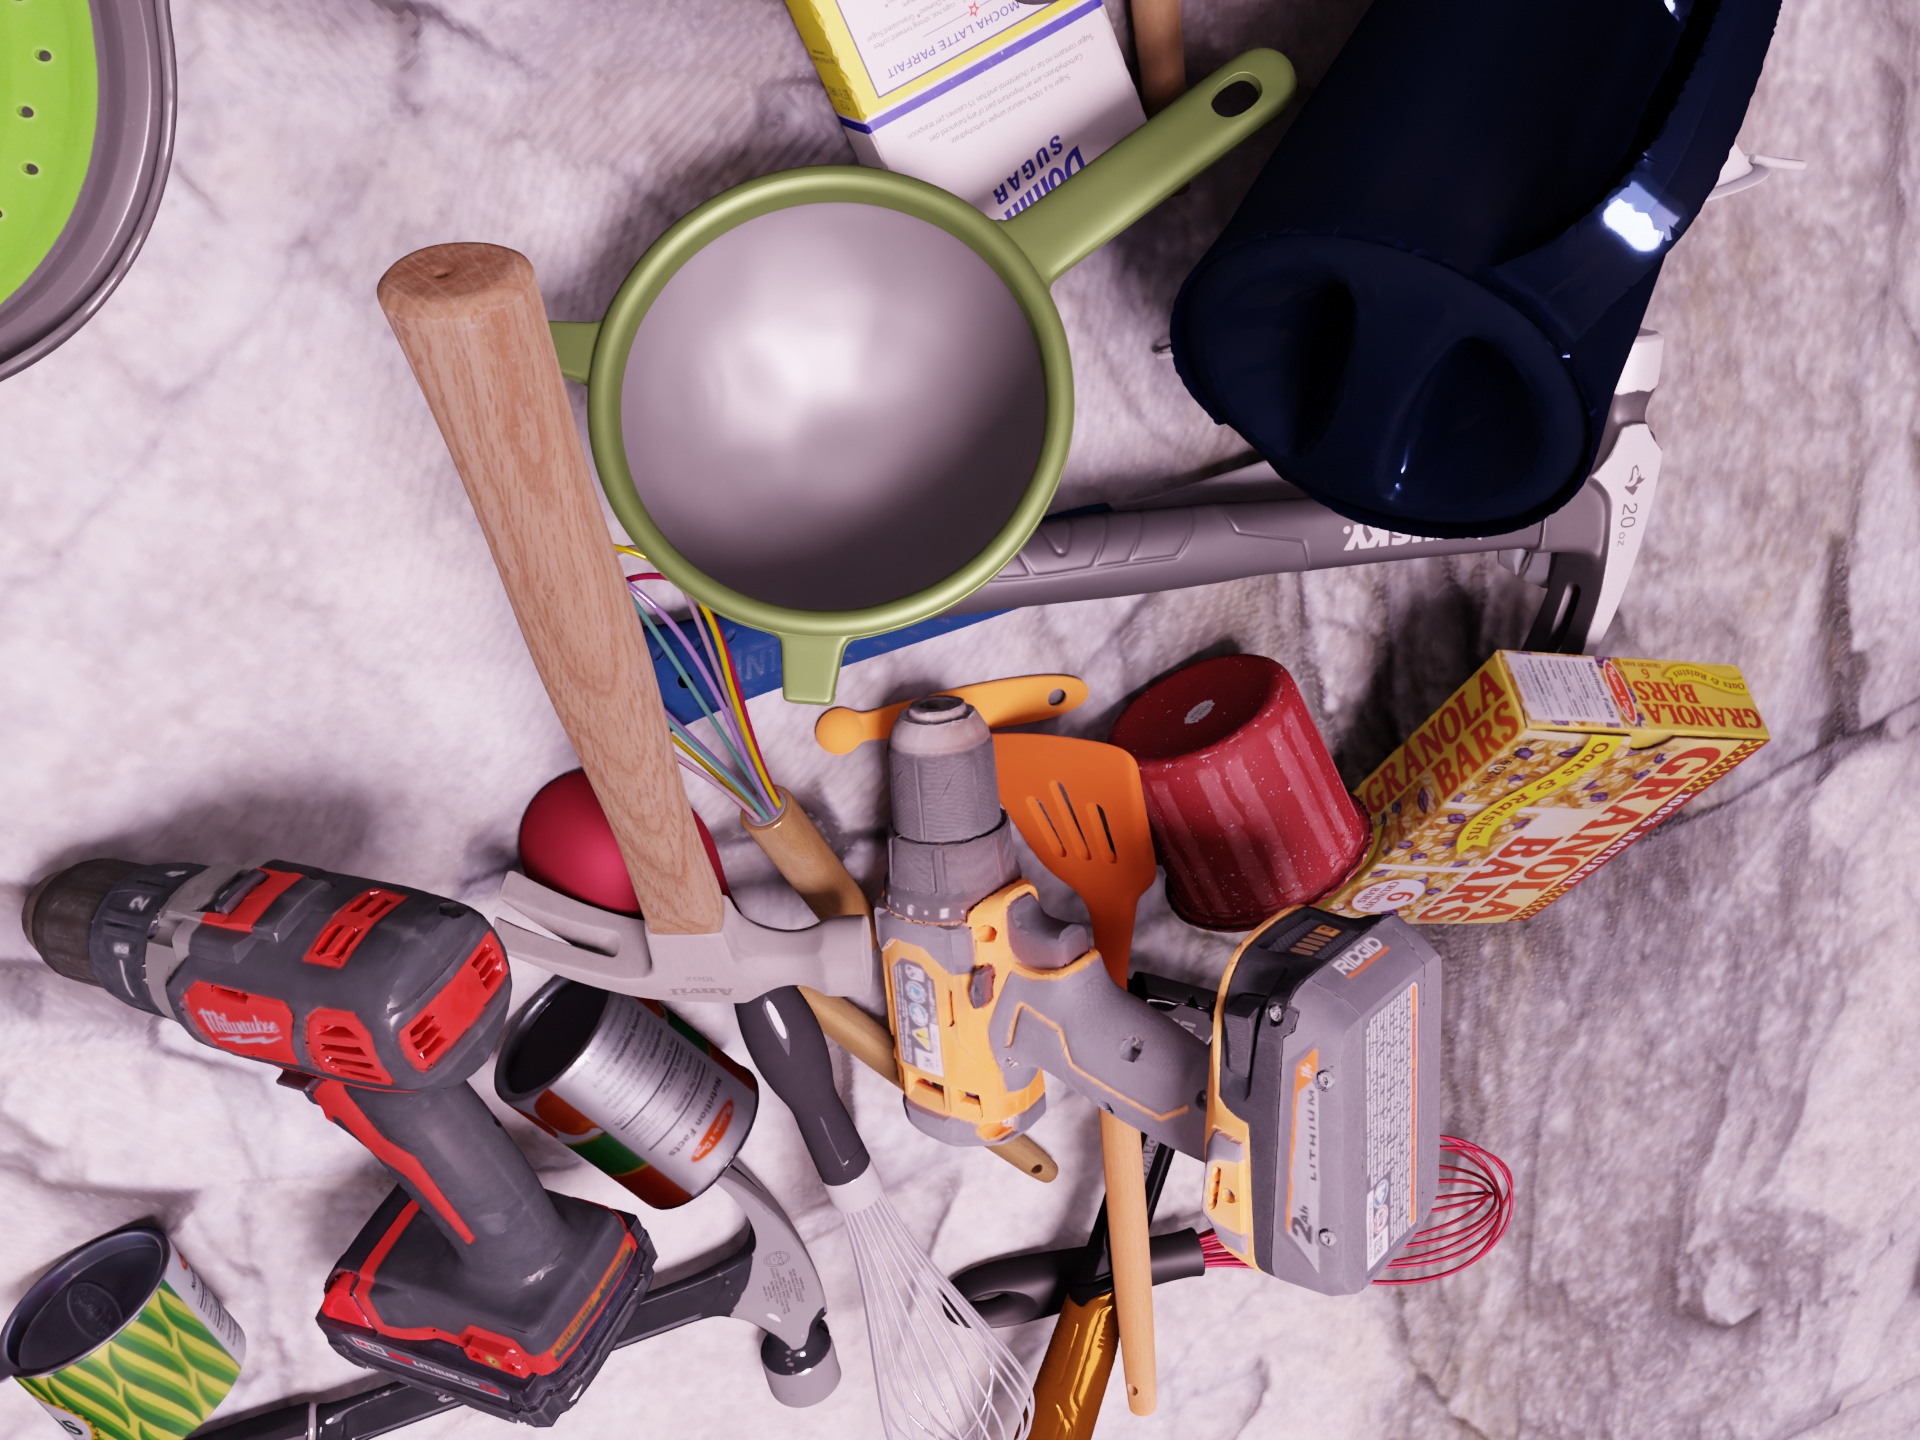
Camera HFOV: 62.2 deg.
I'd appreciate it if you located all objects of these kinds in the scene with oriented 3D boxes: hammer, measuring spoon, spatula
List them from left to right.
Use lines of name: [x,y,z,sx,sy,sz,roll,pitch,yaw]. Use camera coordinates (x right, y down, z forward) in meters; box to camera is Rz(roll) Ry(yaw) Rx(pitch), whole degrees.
hammer: [-0.258,0.294,0.672,0.409,0.036,0.149,-16,116,-12]
hammer: [-0.107,0.000,0.484,0.130,0.031,0.331,-3,142,2]
measuring spoon: [-0.001,-0.002,0.646,0.117,0.011,0.021,-9,116,-16]
spatula: [0.061,0.157,0.678,0.041,0.081,0.322,-20,109,-48]
hammer: [0.069,0.283,0.743,0.127,0.034,0.337,17,100,-6]
hammer: [0.072,-0.071,0.628,0.405,0.035,0.144,-19,117,-11]
hammer: [0.115,-0.064,0.606,0.334,0.035,0.146,-8,114,-16]

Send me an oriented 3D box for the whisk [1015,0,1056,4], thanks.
whisk: [0.108,-0.289,0.517,0.239,0.055,0.055,-35,120,-15]

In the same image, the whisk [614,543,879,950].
whisk: [-0.077,0.020,0.578,0.047,0.051,0.244,-31,137,-2]

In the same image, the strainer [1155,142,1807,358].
strainer: [0.195,-0.187,0.605,0.258,0.087,0.050,-21,114,2]

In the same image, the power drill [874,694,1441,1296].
power drill: [0.058,0.092,0.591,0.084,0.226,0.185,-23,115,-43]

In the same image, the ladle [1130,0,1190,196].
ladle: [0.047,-0.330,0.508,0.078,0.062,0.319,-20,125,-12]

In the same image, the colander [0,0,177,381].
colander: [-0.369,-0.114,0.401,0.204,0.095,0.397,40,99,-17]

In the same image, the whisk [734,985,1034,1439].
whisk: [-0.033,0.219,0.672,0.070,0.070,0.284,-24,110,-8]

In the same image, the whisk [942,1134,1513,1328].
whisk: [0.136,0.258,0.787,0.296,0.073,0.073,-9,116,-8]

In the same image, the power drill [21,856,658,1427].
power drill: [-0.219,0.139,0.565,0.188,0.080,0.226,6,130,25]

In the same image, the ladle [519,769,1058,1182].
ladle: [-0.056,0.125,0.675,0.069,0.031,0.315,-44,121,5]

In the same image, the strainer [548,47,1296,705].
strainer: [0.002,-0.127,0.520,0.256,0.069,0.151,-37,83,-5]
